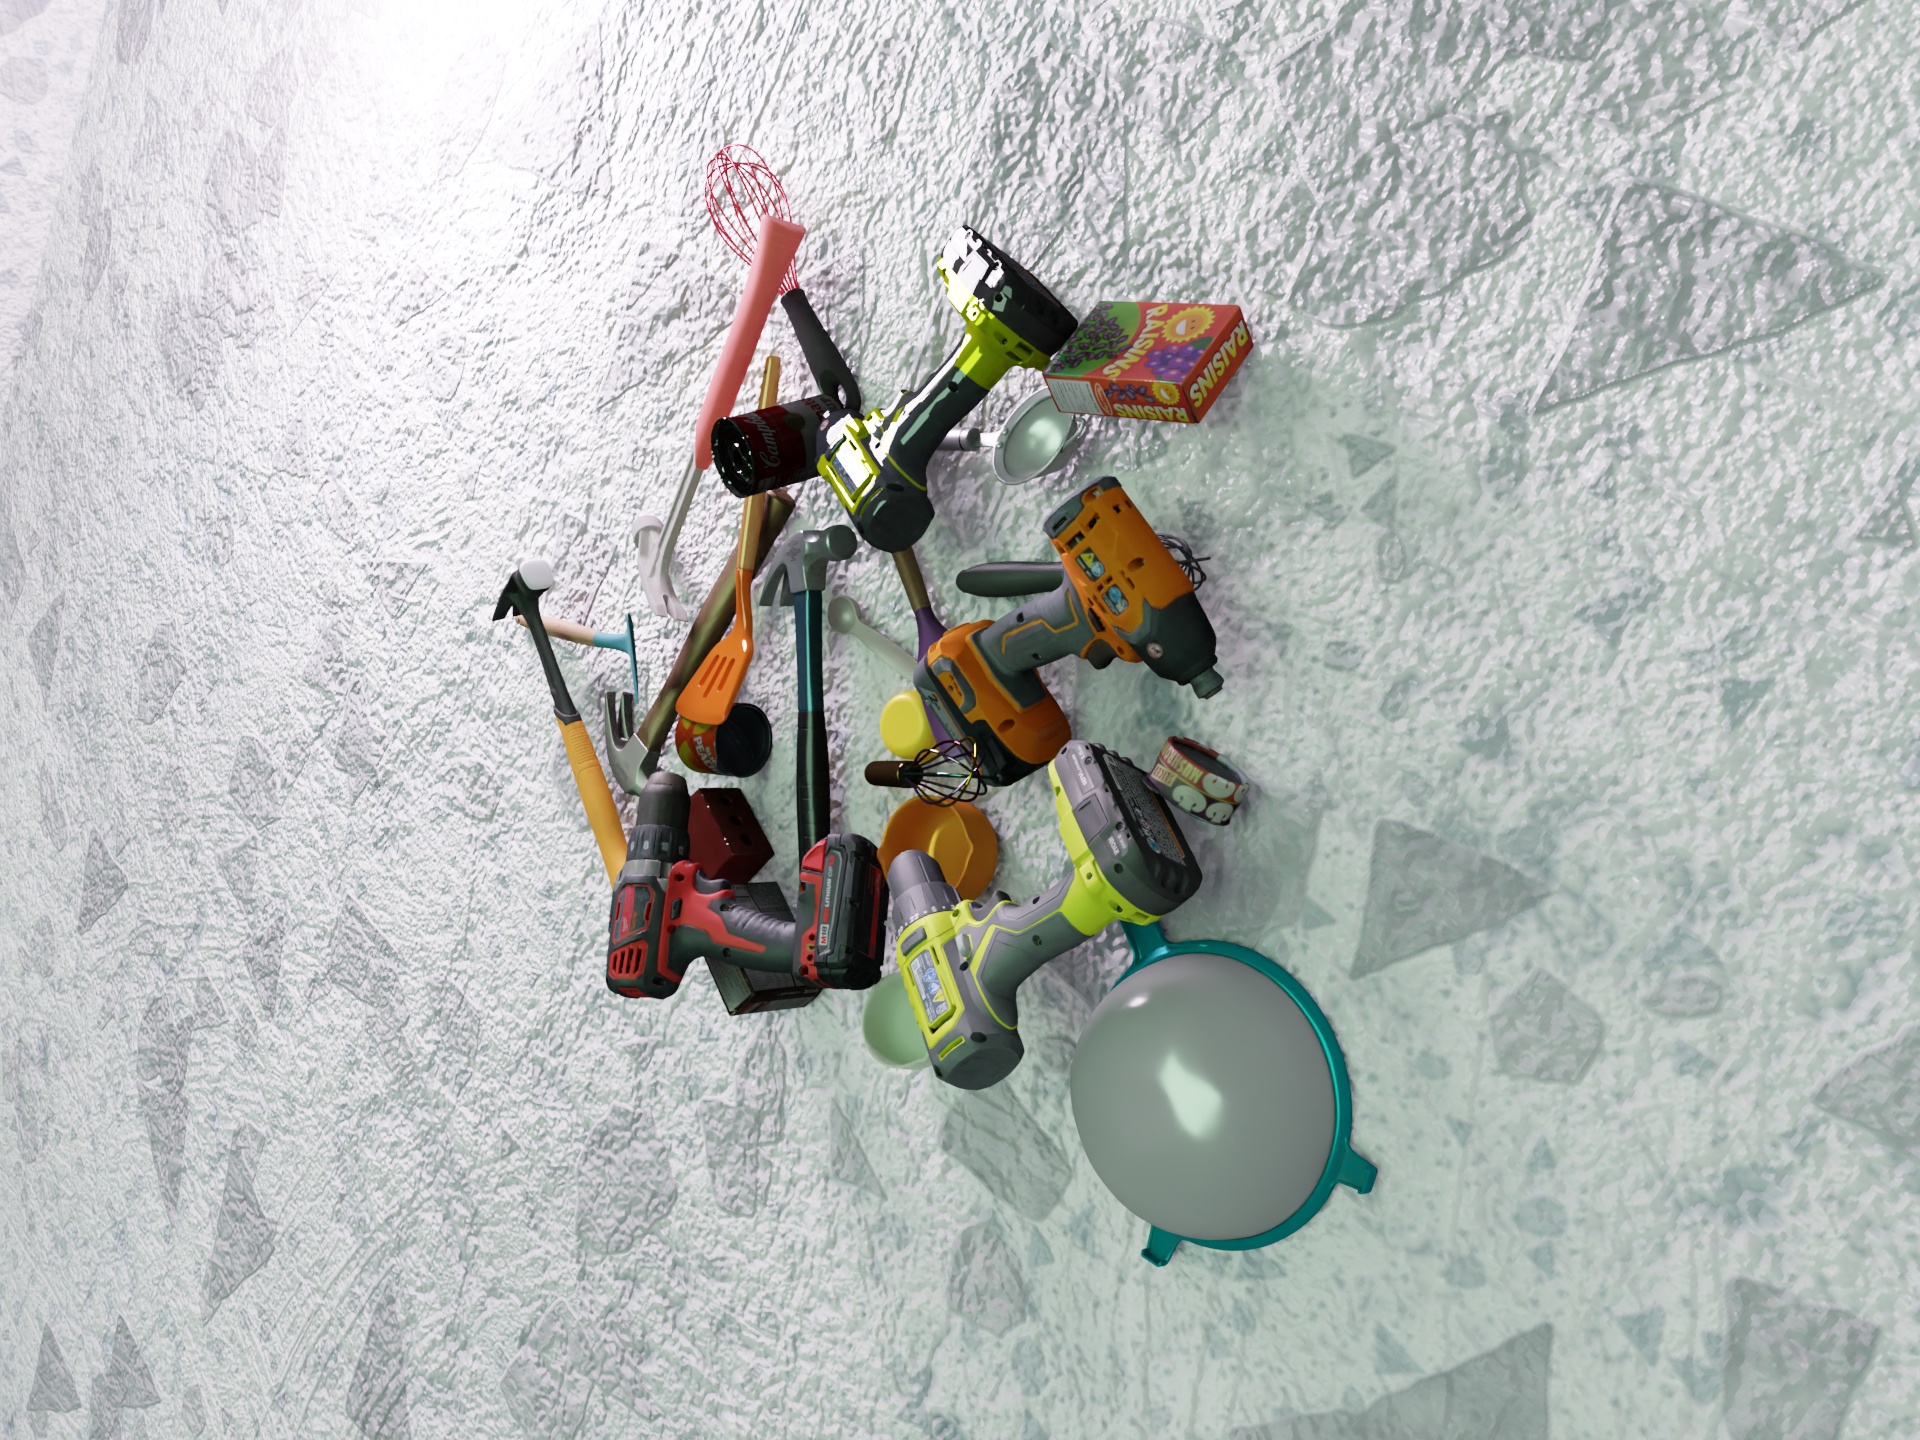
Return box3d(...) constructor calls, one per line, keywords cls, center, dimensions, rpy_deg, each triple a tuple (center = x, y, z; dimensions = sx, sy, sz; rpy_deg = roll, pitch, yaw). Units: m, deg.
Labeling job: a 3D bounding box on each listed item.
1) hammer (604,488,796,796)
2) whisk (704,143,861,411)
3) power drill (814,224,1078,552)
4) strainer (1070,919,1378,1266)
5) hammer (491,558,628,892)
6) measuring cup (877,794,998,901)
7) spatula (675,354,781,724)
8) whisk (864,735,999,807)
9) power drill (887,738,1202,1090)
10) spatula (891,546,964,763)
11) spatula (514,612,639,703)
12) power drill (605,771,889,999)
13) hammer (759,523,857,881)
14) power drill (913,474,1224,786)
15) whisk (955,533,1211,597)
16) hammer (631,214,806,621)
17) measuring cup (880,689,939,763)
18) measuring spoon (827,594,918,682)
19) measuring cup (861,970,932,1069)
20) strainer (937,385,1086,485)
box3d(cls="hammer", center=(-0.240, -0.071, 1.463), dimensions=(0.130, 0.031, 0.331), rpy_deg=(46, 115, 32))
box3d(cls="whisk", center=(-0.155, -0.387, 1.396), dimensions=(0.073, 0.073, 0.296), rpy_deg=(-37, 71, 33))
box3d(cls="power drill", center=(-0.025, -0.259, 1.230), dimensions=(0.223, 0.080, 0.171), rpy_deg=(-50, 41, 18))
box3d(cls="strainer", center=(0.126, 0.200, 1.092), dimensions=(0.211, 0.095, 0.341), rpy_deg=(-34, 68, 34))
box3d(cls="hammer", center=(-0.375, 0.018, 1.538), dimensions=(0.127, 0.034, 0.337), rpy_deg=(-34, 75, 57))
box3d(cls="measuring cup", center=(-0.011, 0.145, 1.237), dimensions=(0.095, 0.052, 0.174), rpy_deg=(-8, 81, 37))
box3d(cls="spatula", center=(-0.191, -0.157, 1.381), dimensions=(0.081, 0.041, 0.322), rpy_deg=(14, 97, 48))
box3d(cls="whisk", center=(-0.029, 0.038, 1.208), dimensions=(0.245, 0.051, 0.047), rpy_deg=(176, 86, -71))
box3d(cls="power drill", center=(0.042, 0.120, 1.113), dimensions=(0.228, 0.080, 0.191), rpy_deg=(-43, 45, 22))
box3d(cls="spatula", center=(-0.036, -0.111, 1.288), dimensions=(0.060, 0.018, 0.316), rpy_deg=(-28, 64, 16))
box3d(cls="spatula", center=(-0.371, -0.081, 1.538), dimensions=(0.318, 0.044, 0.082), rpy_deg=(14, 113, 50))
box3d(cls="power drill", center=(-0.175, 0.132, 1.284), dimensions=(0.227, 0.080, 0.188), rpy_deg=(-2, 70, 17))
box3d(cls="hammer", center=(-0.126, 0.006, 1.344), dimensions=(0.128, 0.033, 0.331), rpy_deg=(-1, 91, 58))
box3d(cls="power drill", center=(0.079, -0.044, 1.122), dimensions=(0.164, 0.084, 0.226), rpy_deg=(55, 134, 8))
box3d(cls="whisk", center=(0.084, -0.109, 1.183), dimensions=(0.239, 0.055, 0.055), rpy_deg=(2, 89, 45))
box3d(cls="hammer", center=(-0.213, -0.266, 1.392), dimensions=(0.359, 0.036, 0.149), rpy_deg=(-63, 34, 28))
box3d(cls="measuring cup", center=(-0.002, -0.004, 1.256), dimensions=(0.156, 0.029, 0.062), rpy_deg=(-12, 80, 39))
box3d(cls="measuring spoon", center=(-0.065, -0.065, 1.327), dimensions=(0.124, 0.018, 0.034), rpy_deg=(39, 121, 28))
box3d(cls="measuring cup", center=(-0.007, 0.207, 1.251), dimensions=(0.167, 0.038, 0.083), rpy_deg=(-45, 54, 10))
box3d(cls="strainer", center=(0.016, -0.221, 1.249), dimensions=(0.259, 0.050, 0.087), rpy_deg=(12, 75, 46))
